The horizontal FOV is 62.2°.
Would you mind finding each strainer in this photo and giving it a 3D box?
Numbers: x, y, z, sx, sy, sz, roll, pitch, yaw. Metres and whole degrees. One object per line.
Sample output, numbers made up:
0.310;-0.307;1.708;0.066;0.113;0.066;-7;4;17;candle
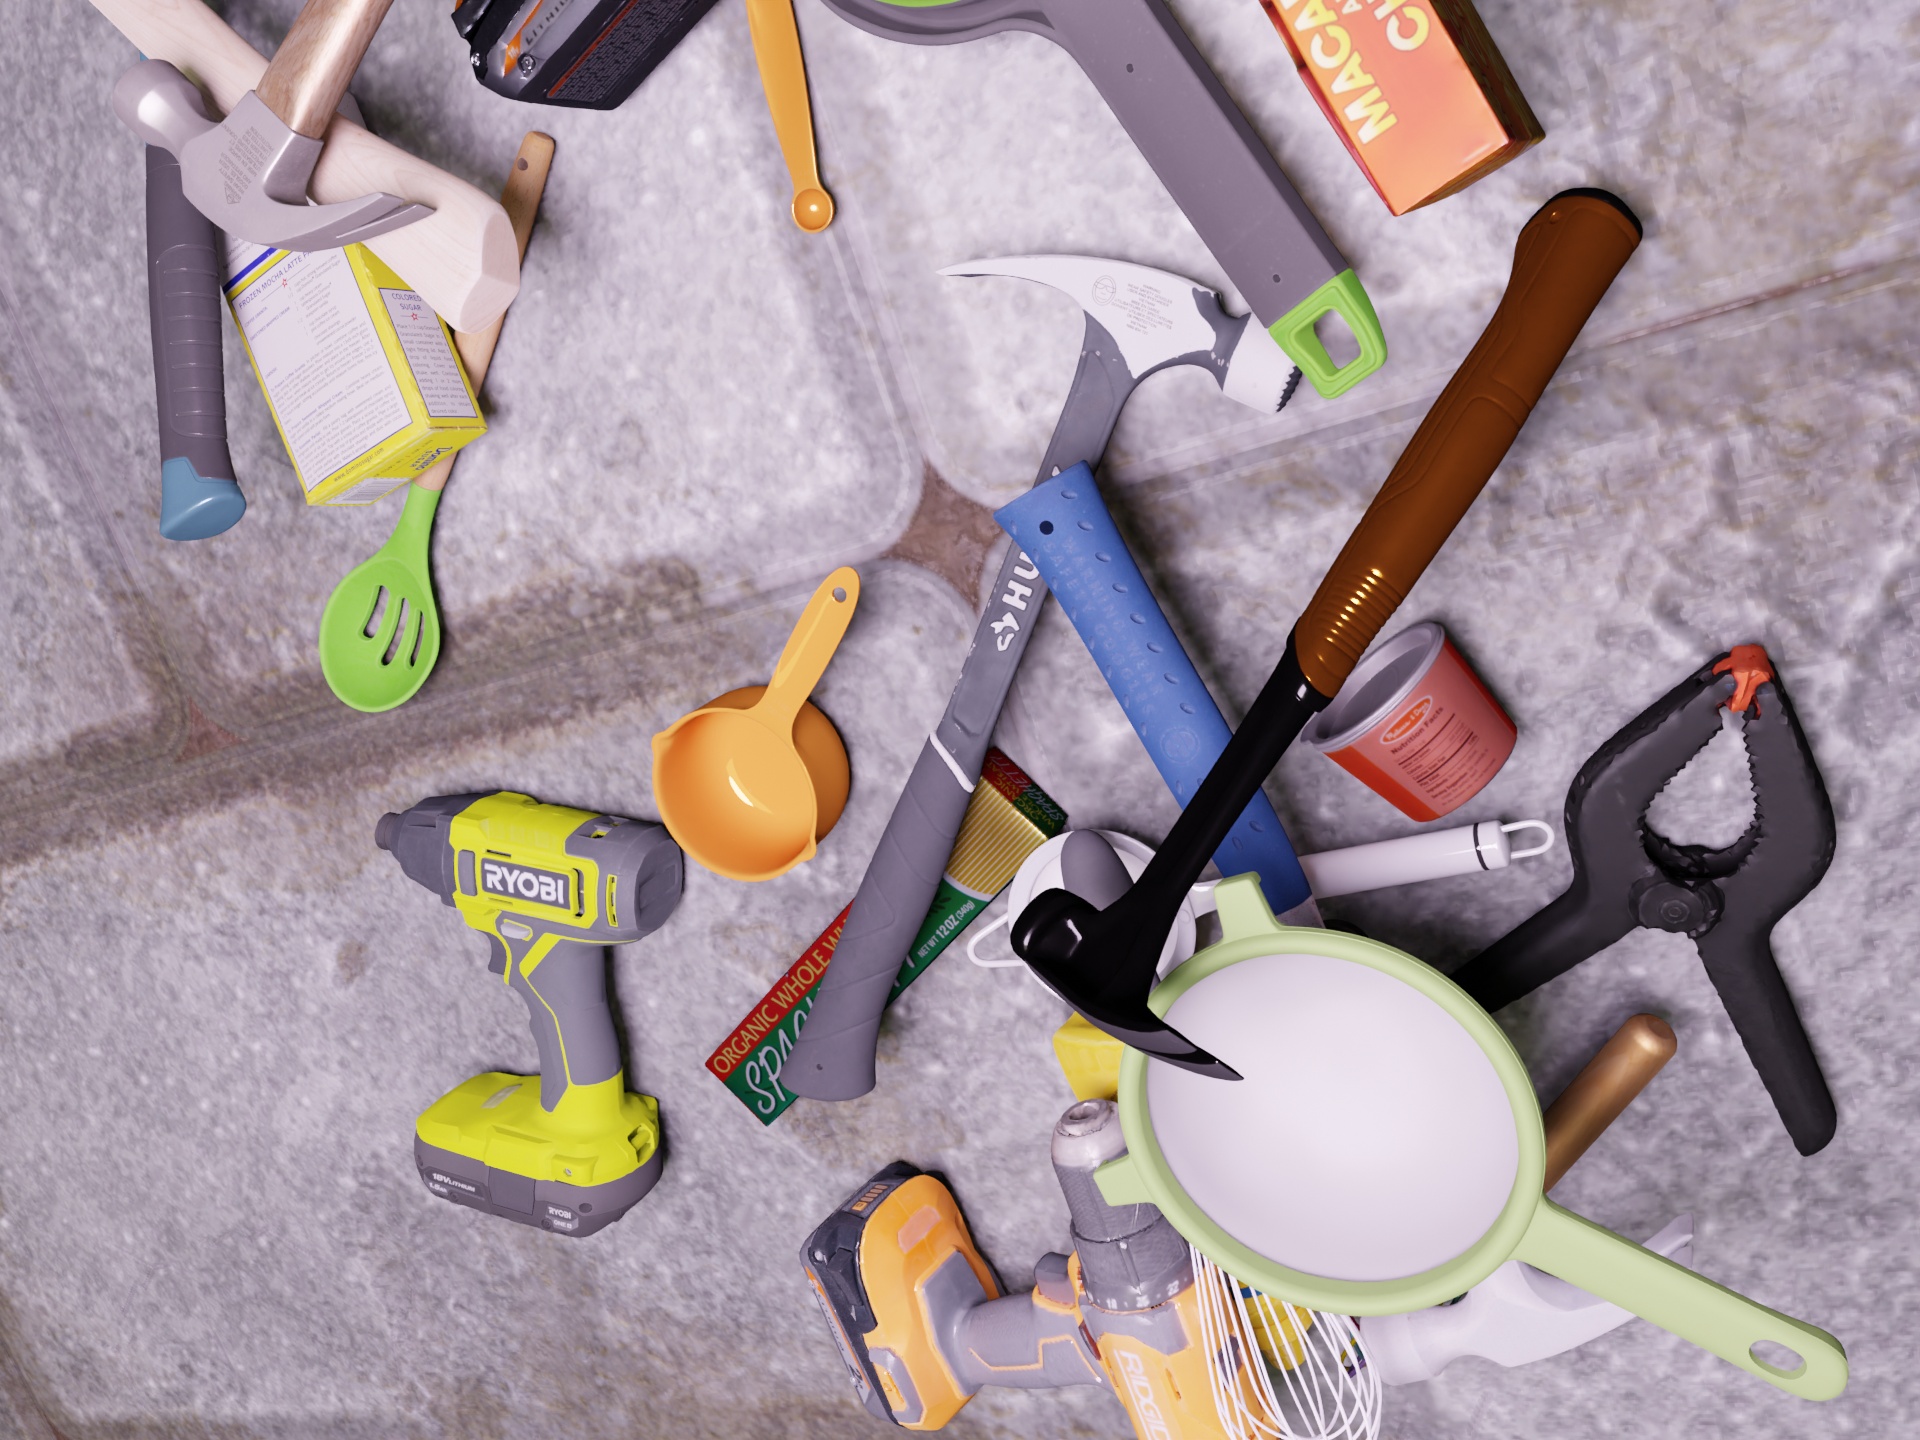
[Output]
0.185;0.157;0.574;0.256;0.069;0.151;24;115;15;strainer
0.122;0.073;0.681;0.258;0.050;0.087;-14;99;30;strainer

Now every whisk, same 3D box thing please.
0.230;0.211;0.685;0.047;0.051;0.244;18;124;-10;whisk
0.099;0.178;0.653;0.070;0.070;0.285;-27;79;29;whisk

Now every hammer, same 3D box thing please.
0.138;0.080;0.628;0.144;0.035;0.405;-28;96;31;hammer
-0.358;-0.249;0.727;0.128;0.033;0.331;-5;89;29;hammer
-0.001;-0.002;0.690;0.149;0.036;0.408;26;110;11;hammer
0.137;-0.038;0.543;0.034;0.127;0.337;34;87;-22;hammer
-0.192;-0.317;0.583;0.130;0.031;0.331;44;110;9;hammer
-0.347;-0.295;0.680;0.411;0.038;0.146;42;104;11;hammer

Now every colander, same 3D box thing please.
0.010;-0.269;0.546;0.397;0.094;0.204;54;138;-2;colander

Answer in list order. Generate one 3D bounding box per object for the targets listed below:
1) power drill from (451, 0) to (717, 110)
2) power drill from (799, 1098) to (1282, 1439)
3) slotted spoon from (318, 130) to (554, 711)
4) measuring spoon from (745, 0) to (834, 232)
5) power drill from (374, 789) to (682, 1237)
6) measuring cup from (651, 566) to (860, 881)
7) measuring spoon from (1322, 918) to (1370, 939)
-0.201;-0.365;0.645;0.164;0.084;0.226;-33;90;30;power drill
0.027;0.262;0.750;0.226;0.084;0.185;-10;106;43;power drill
-0.253;-0.138;0.782;0.070;0.031;0.313;33;117;10;slotted spoon
-0.071;-0.264;0.667;0.021;0.011;0.117;-6;103;24;measuring spoon
-0.235;0.150;0.856;0.171;0.080;0.223;9;108;19;power drill
-0.078;-0.005;0.742;0.095;0.052;0.173;34;117;8;measuring cup
0.156;0.137;0.719;0.034;0.018;0.124;28;125;19;measuring spoon
